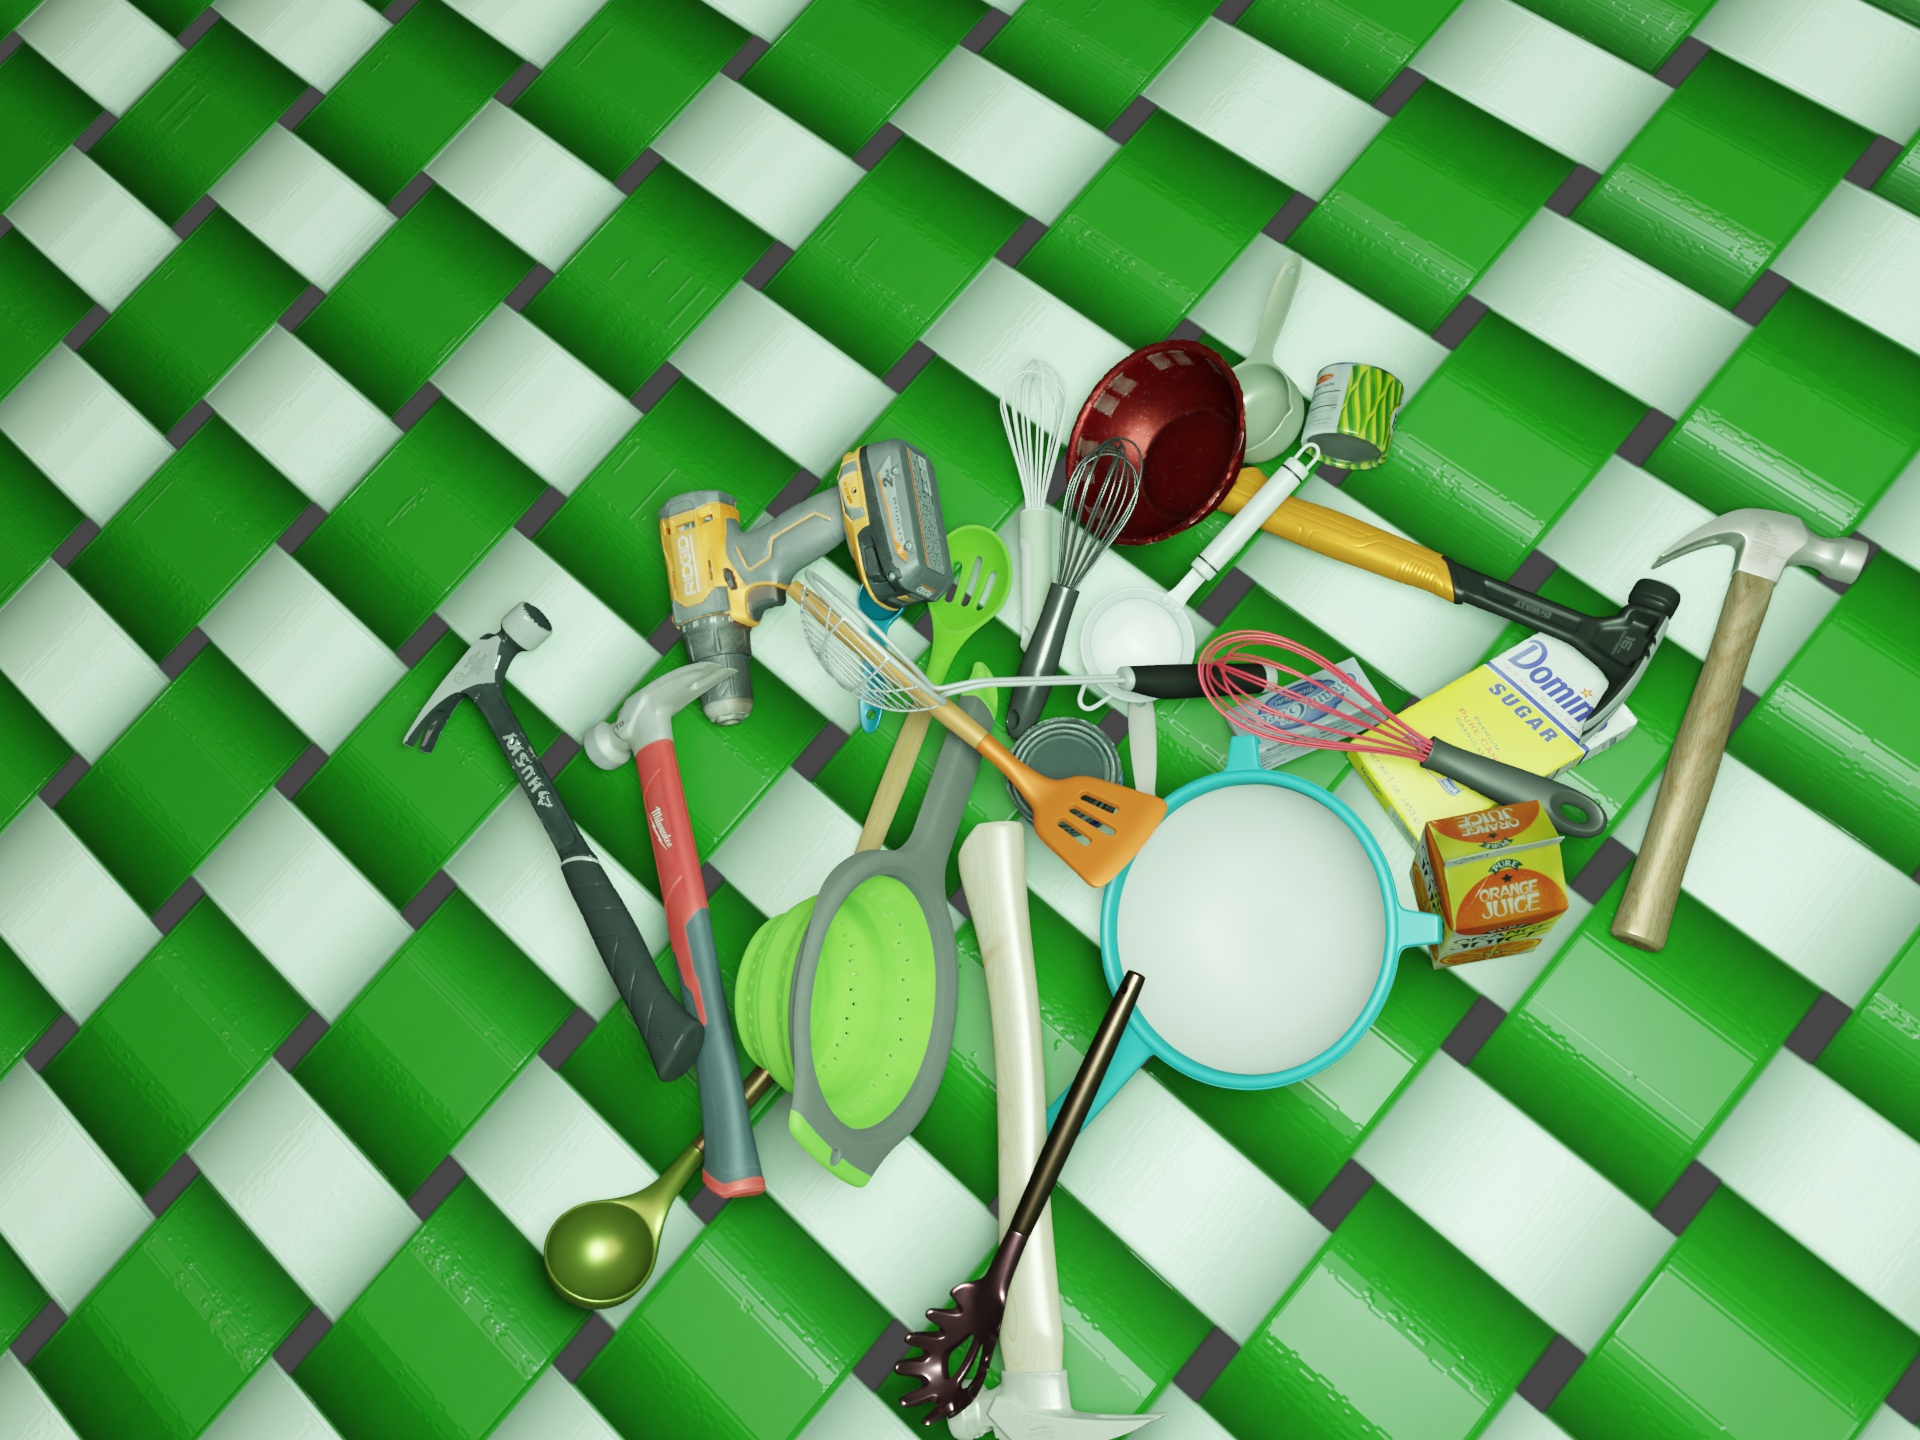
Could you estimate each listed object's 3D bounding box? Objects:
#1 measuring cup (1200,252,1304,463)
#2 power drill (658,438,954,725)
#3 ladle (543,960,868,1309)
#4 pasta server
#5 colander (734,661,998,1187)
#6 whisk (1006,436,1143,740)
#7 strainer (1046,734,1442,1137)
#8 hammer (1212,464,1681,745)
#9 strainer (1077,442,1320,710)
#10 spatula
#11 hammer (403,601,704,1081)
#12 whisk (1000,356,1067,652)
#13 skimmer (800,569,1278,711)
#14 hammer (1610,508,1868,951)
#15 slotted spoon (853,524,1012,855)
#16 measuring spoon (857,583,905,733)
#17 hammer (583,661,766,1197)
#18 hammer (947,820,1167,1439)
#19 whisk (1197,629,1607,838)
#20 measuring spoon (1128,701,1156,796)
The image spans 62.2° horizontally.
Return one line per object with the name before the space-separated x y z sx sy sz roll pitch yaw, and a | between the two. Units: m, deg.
measuring cup | 0.242 -0.277 1.229 0.083 0.038 0.167 13 81 41
power drill | -0.123 -0.106 1.227 0.226 0.084 0.185 -14 78 21
ladle | -0.173 0.287 1.144 0.078 0.062 0.320 39 81 18
pasta server | 0.046 0.307 1.036 0.060 0.040 0.316 24 89 41
colander | -0.065 0.123 1.135 0.094 0.204 0.397 0 54 29
whisk | 0.081 -0.097 1.184 0.055 0.055 0.239 21 98 16
strainer | 0.169 0.191 1.101 0.340 0.095 0.211 -51 58 15
hammer | 0.329 -0.104 1.152 0.337 0.034 0.127 28 72 26
strainer | 0.177 -0.107 1.184 0.087 0.050 0.258 42 97 -4
spatula | -0.002 -0.004 1.128 0.323 0.041 0.081 39 73 13
hammer | -0.297 0.095 1.190 0.149 0.036 0.409 -41 60 8
whisk | 0.058 -0.169 1.244 0.059 0.058 0.246 6 76 -23
skimmer | 0.065 -0.055 1.109 0.363 0.127 0.090 -1 113 -20
hammer | 0.520 0.002 1.114 0.130 0.031 0.331 20 78 15
slotted spoon | -0.034 -0.002 1.220 0.070 0.031 0.314 18 79 15
measuring spoon | -0.063 -0.052 1.249 0.042 0.021 0.129 3 83 20
hammer | -0.185 0.147 1.152 0.143 0.038 0.387 -30 63 28
hammer | 0.050 0.271 1.085 0.146 0.038 0.411 -11 73 27
whisk | 0.300 0.014 1.086 0.296 0.073 0.073 23 79 4
measuring spoon | 0.136 0.030 1.183 0.034 0.018 0.124 -4 72 9
